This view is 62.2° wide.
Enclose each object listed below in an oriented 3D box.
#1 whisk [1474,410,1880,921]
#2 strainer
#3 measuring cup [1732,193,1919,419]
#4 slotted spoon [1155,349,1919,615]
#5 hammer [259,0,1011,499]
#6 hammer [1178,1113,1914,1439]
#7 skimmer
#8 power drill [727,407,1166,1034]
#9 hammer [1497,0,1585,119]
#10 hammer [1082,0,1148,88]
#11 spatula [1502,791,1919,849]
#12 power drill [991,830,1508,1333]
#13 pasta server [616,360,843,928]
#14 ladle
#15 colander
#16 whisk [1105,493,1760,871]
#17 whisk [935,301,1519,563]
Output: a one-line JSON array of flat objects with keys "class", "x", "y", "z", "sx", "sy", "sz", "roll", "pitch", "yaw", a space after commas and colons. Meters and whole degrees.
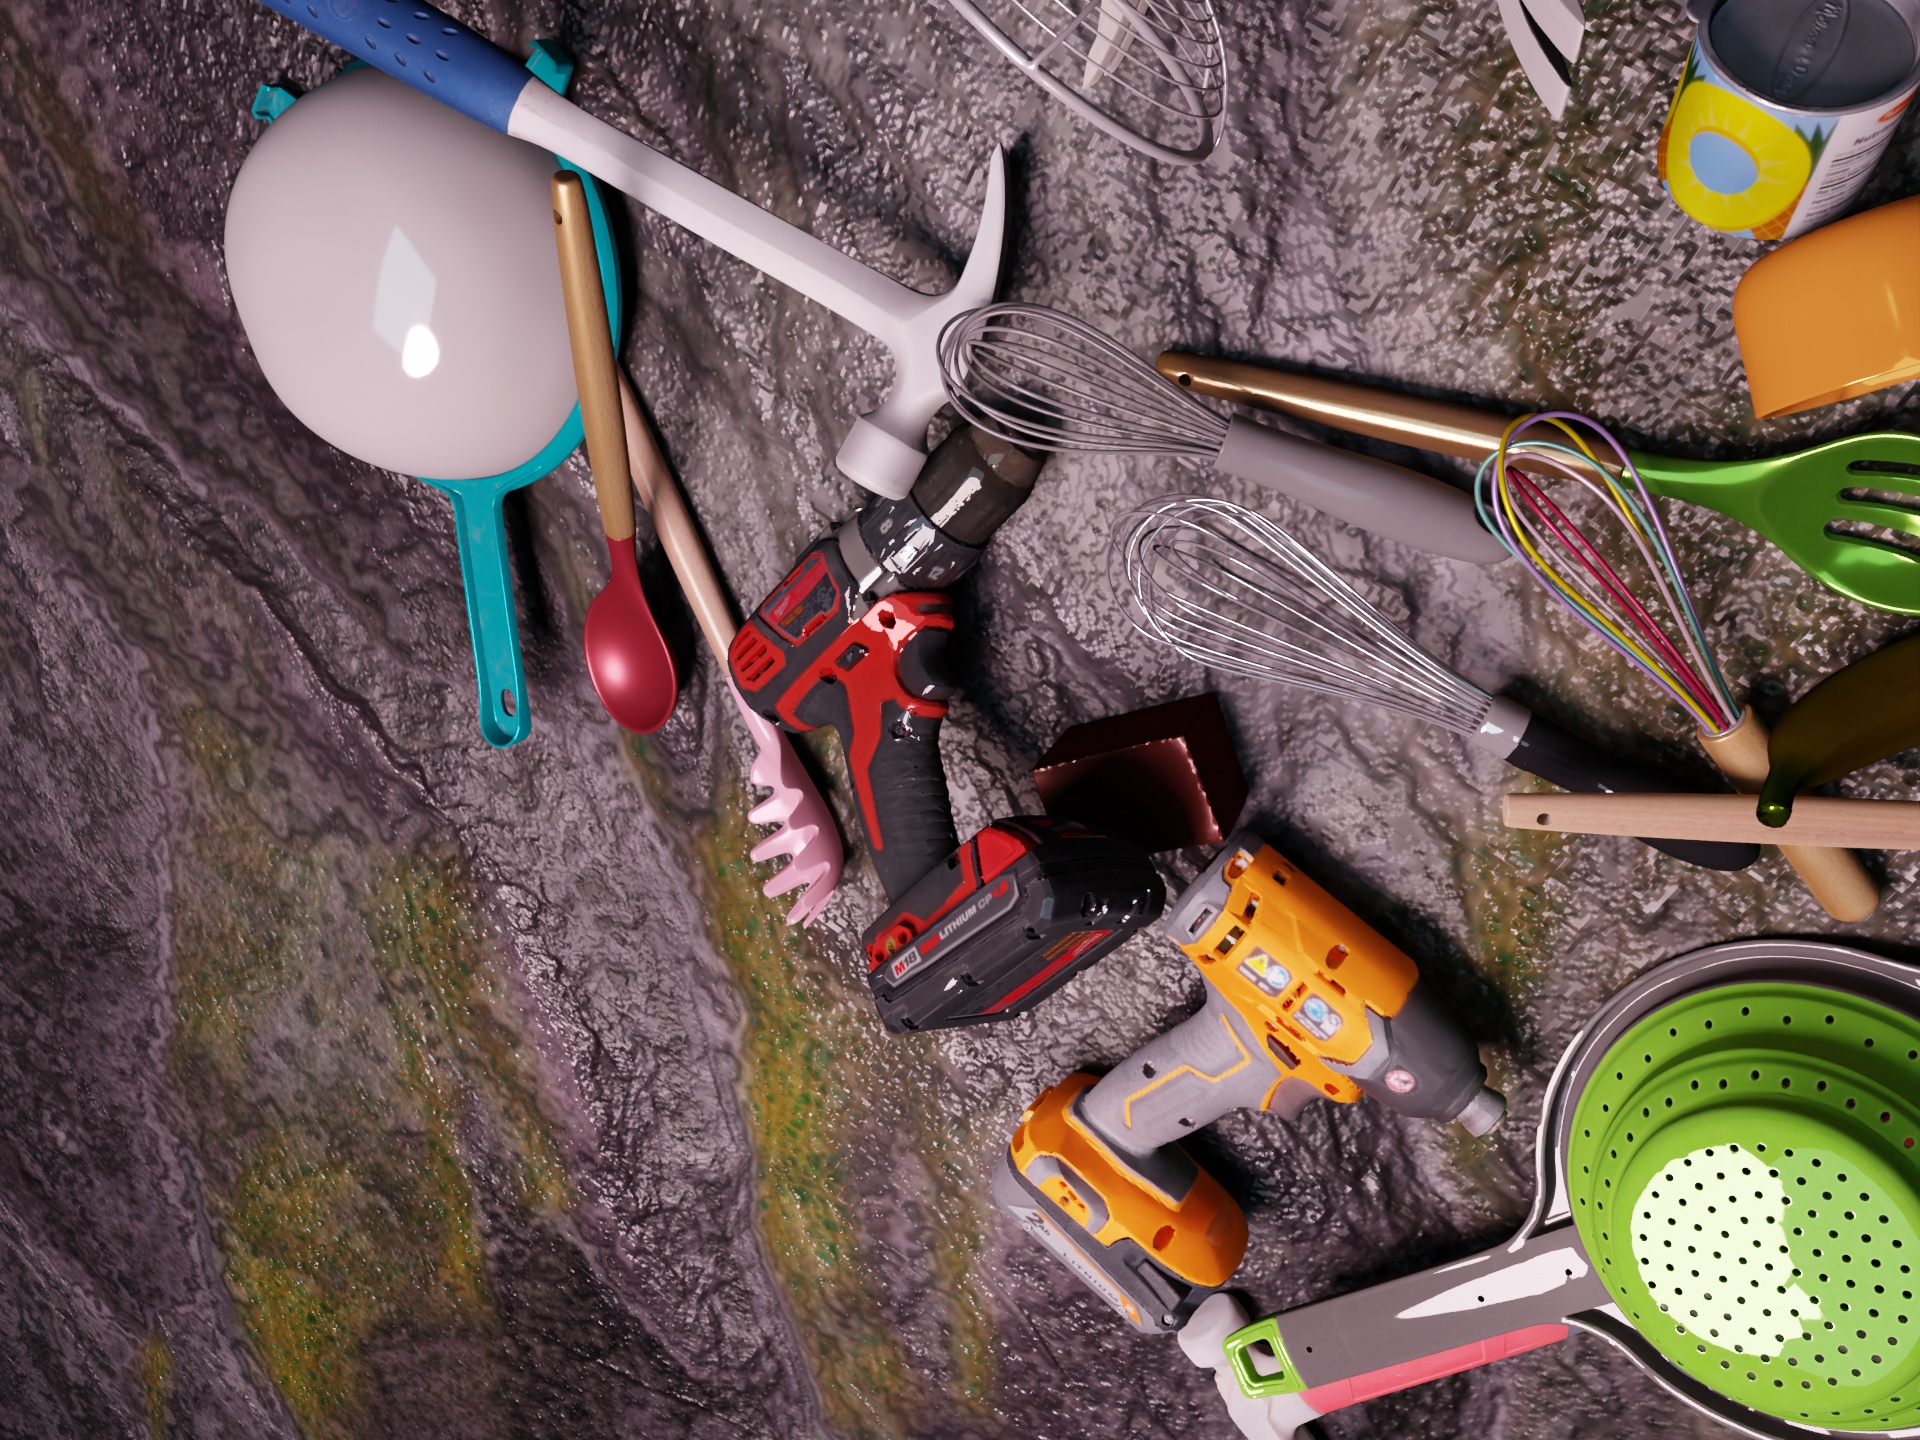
[{"class": "whisk", "x": 0.267, "y": -0.013, "z": 0.585, "sx": 0.051, "sy": 0.047, "sz": 0.245, "roll": -31, "pitch": 108, "yaw": 34}, {"class": "strainer", "x": -0.262, "y": -0.141, "z": 0.749, "sx": 0.211, "sy": 0.095, "sz": 0.340, "roll": 5, "pitch": 108, "yaw": 27}, {"class": "measuring cup", "x": 0.333, "y": -0.146, "z": 0.497, "sx": 0.173, "sy": 0.095, "sz": 0.052, "roll": -17, "pitch": 89, "yaw": 10}, {"class": "slotted spoon", "x": 0.221, "y": -0.102, "z": 0.592, "sx": 0.314, "sy": 0.031, "sz": 0.070, "roll": 17, "pitch": 137, "yaw": 21}, {"class": "hammer", "x": -0.166, "y": -0.251, "z": 0.649, "sx": 0.405, "sy": 0.035, "sz": 0.144, "roll": 30, "pitch": 103, "yaw": 1}, {"class": "hammer", "x": 0.287, "y": 0.277, "z": 0.732, "sx": 0.386, "sy": 0.038, "sz": 0.143, "roll": -37, "pitch": 95, "yaw": 34}, {"class": "skimmer", "x": -0.061, "y": -0.254, "z": 0.570, "sx": 0.364, "sy": 0.127, "sz": 0.090, "roll": 21, "pitch": 105, "yaw": 42}, {"class": "power drill", "x": -0.001, "y": -0.002, "z": 0.678, "sx": 0.188, "sy": 0.080, "sz": 0.227, "roll": -42, "pitch": 61, "yaw": 31}, {"class": "hammer", "x": 0.320, "y": -0.224, "z": 0.447, "sx": 0.335, "sy": 0.146, "sz": 0.035, "roll": 11, "pitch": 158, "yaw": 14}, {"class": "hammer", "x": -0.109, "y": -0.362, "z": 0.623, "sx": 0.411, "sy": 0.038, "sz": 0.146, "roll": 20, "pitch": 129, "yaw": 19}, {"class": "spatula", "x": 0.358, "y": 0.040, "z": 0.565, "sx": 0.316, "sy": 0.018, "sz": 0.059, "roll": 2, "pitch": 117, "yaw": 12}, {"class": "power drill", "x": 0.130, "y": 0.180, "z": 0.733, "sx": 0.164, "sy": 0.084, "sz": 0.226, "roll": 39, "pitch": 121, "yaw": 12}, {"class": "pasta server", "x": -0.127, "y": -0.046, "z": 0.783, "sx": 0.060, "sy": 0.040, "sz": 0.316, "roll": 1, "pitch": 116, "yaw": 62}, {"class": "ladle", "x": -0.158, "y": -0.105, "z": 0.718, "sx": 0.069, "sy": 0.031, "sz": 0.315, "roll": 35, "pitch": 147, "yaw": 22}, {"class": "colander", "x": 0.256, "y": 0.229, "z": 0.647, "sx": 0.397, "sy": 0.094, "sz": 0.205, "roll": -33, "pitch": 75, "yaw": 32}, {"class": "whisk", "x": 0.186, "y": -0.013, "z": 0.639, "sx": 0.284, "sy": 0.070, "sz": 0.070, "roll": 28, "pitch": 123, "yaw": 6}, {"class": "whisk", "x": 0.103, "y": -0.107, "z": 0.617, "sx": 0.239, "sy": 0.055, "sz": 0.055, "roll": 20, "pitch": 121, "yaw": 1}]
